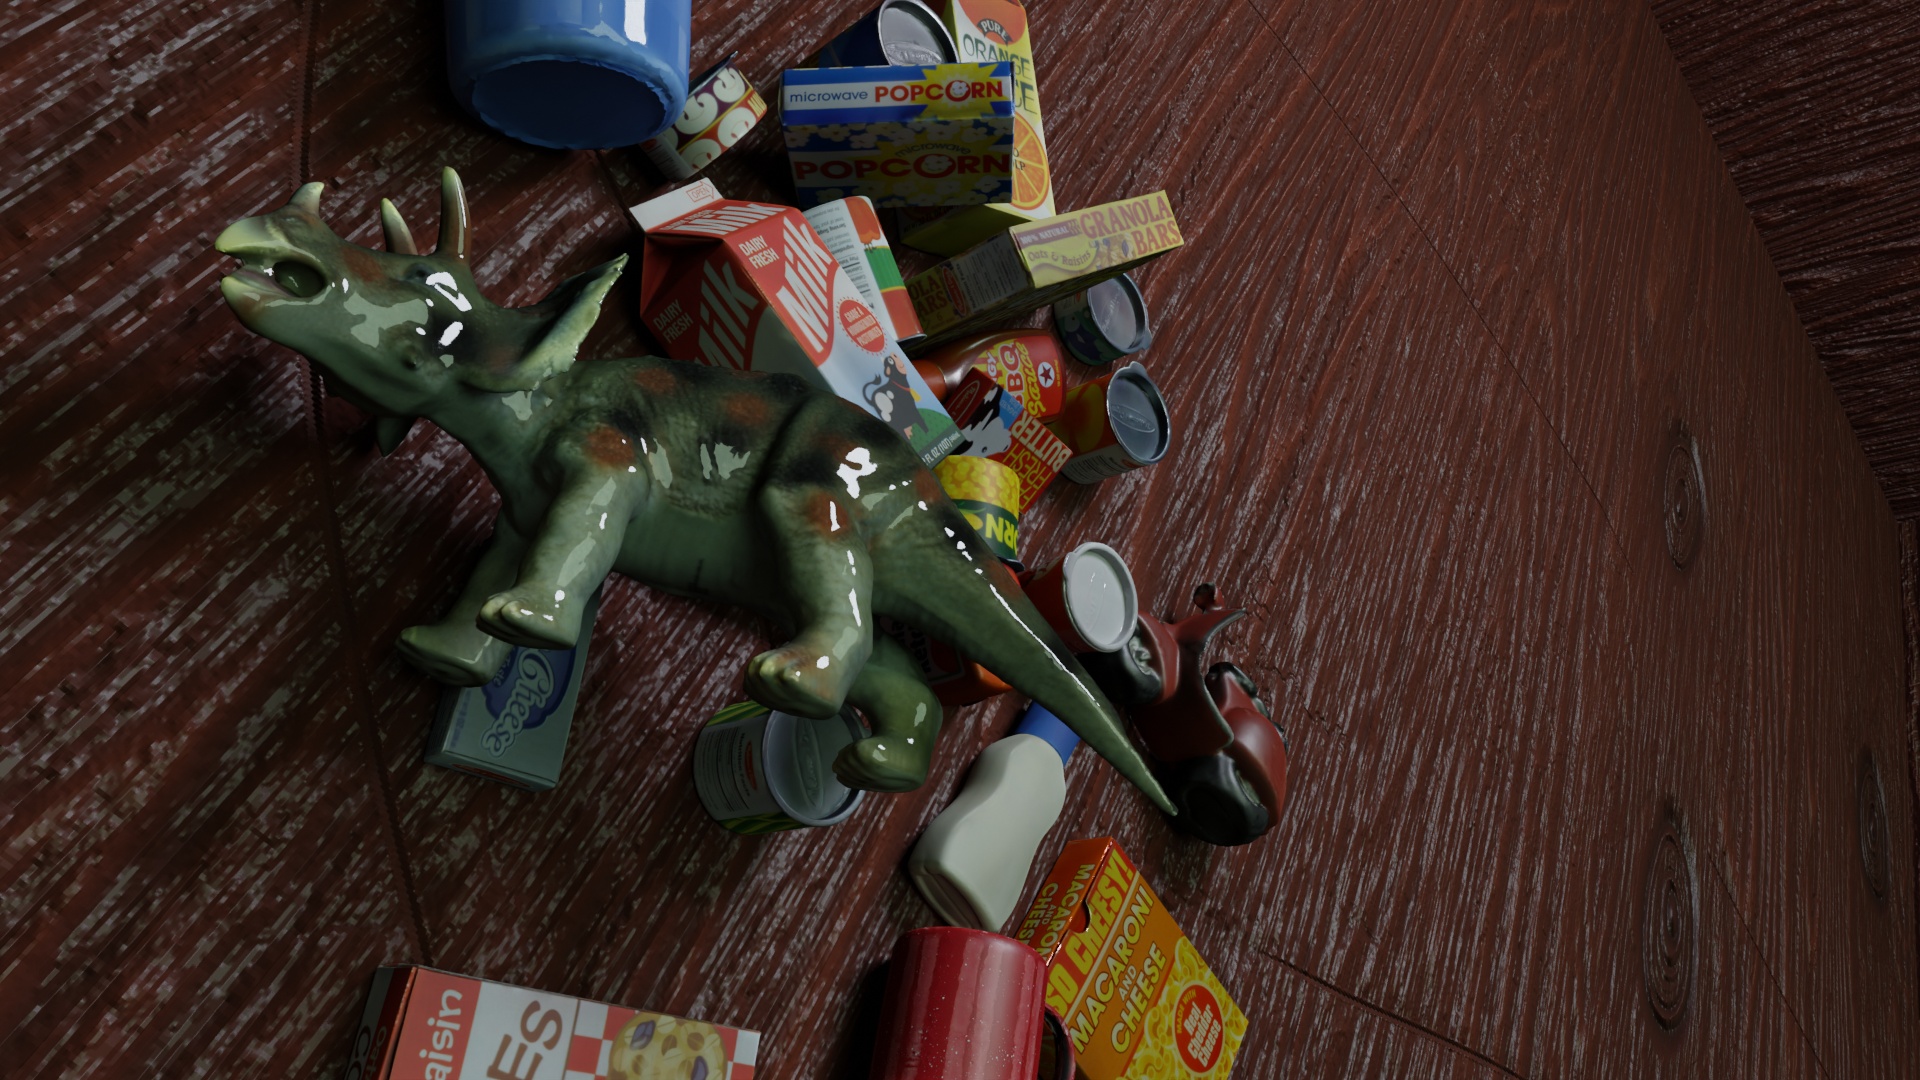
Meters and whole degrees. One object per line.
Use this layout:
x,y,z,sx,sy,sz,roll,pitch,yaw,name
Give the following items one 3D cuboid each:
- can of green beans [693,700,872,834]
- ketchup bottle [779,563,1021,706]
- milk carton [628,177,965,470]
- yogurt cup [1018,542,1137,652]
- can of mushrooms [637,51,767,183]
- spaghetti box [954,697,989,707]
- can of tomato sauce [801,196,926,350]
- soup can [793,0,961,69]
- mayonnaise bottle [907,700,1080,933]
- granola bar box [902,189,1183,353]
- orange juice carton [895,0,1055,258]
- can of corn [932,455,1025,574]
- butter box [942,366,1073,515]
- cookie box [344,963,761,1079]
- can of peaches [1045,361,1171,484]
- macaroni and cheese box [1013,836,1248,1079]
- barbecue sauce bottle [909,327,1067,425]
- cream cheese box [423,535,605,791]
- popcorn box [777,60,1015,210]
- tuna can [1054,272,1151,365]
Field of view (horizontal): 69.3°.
-0.086,0.108,0.673,0.071,0.057,0.071,17,66,-42,can of green beans
-0.033,0.054,0.679,0.043,0.148,0.065,11,69,-43,ketchup bottle
-0.090,-0.099,0.708,0.190,0.073,0.073,53,34,-7,milk carton
0.069,0.039,0.858,0.072,0.054,0.072,17,66,-42,yogurt cup
-0.134,-0.220,0.724,0.033,0.071,0.071,51,47,-24,can of mushrooms
-0.073,0.022,0.737,0.250,0.028,0.050,31,56,-35,spaghetti box
-0.065,-0.139,0.772,0.071,0.071,0.083,-25,94,-47,can of tomato sauce
-0.052,-0.272,0.814,0.071,0.083,0.071,17,65,-42,soup can
0.027,0.149,0.790,0.064,0.041,0.149,56,44,-20,mayonnaise bottle
0.041,-0.162,0.844,0.166,0.124,0.039,-27,97,-47,granola bar box
-0.001,-0.282,0.879,0.073,0.071,0.193,3,75,-46,orange juice carton
0.003,-0.010,0.794,0.071,0.071,0.058,22,61,-40,can of corn
0.023,-0.057,0.828,0.053,0.024,0.103,-53,143,2,butter box
-0.167,0.248,0.558,0.167,0.040,0.123,28,59,-37,cookie box
0.097,-0.077,0.922,0.071,0.058,0.071,17,65,-41,can of peaches
0.097,0.278,0.819,0.166,0.040,0.124,55,45,-18,macaroni and cheese box
0.003,-0.094,0.841,0.149,0.043,0.064,-13,97,-47,barbecue sauce bottle
-0.193,0.052,0.607,0.053,0.024,0.104,27,59,-38,cream cheese box
-0.033,-0.223,0.772,0.085,0.127,0.038,87,0,-71,popcorn box
0.100,-0.155,0.969,0.071,0.032,0.071,17,66,-42,tuna can
